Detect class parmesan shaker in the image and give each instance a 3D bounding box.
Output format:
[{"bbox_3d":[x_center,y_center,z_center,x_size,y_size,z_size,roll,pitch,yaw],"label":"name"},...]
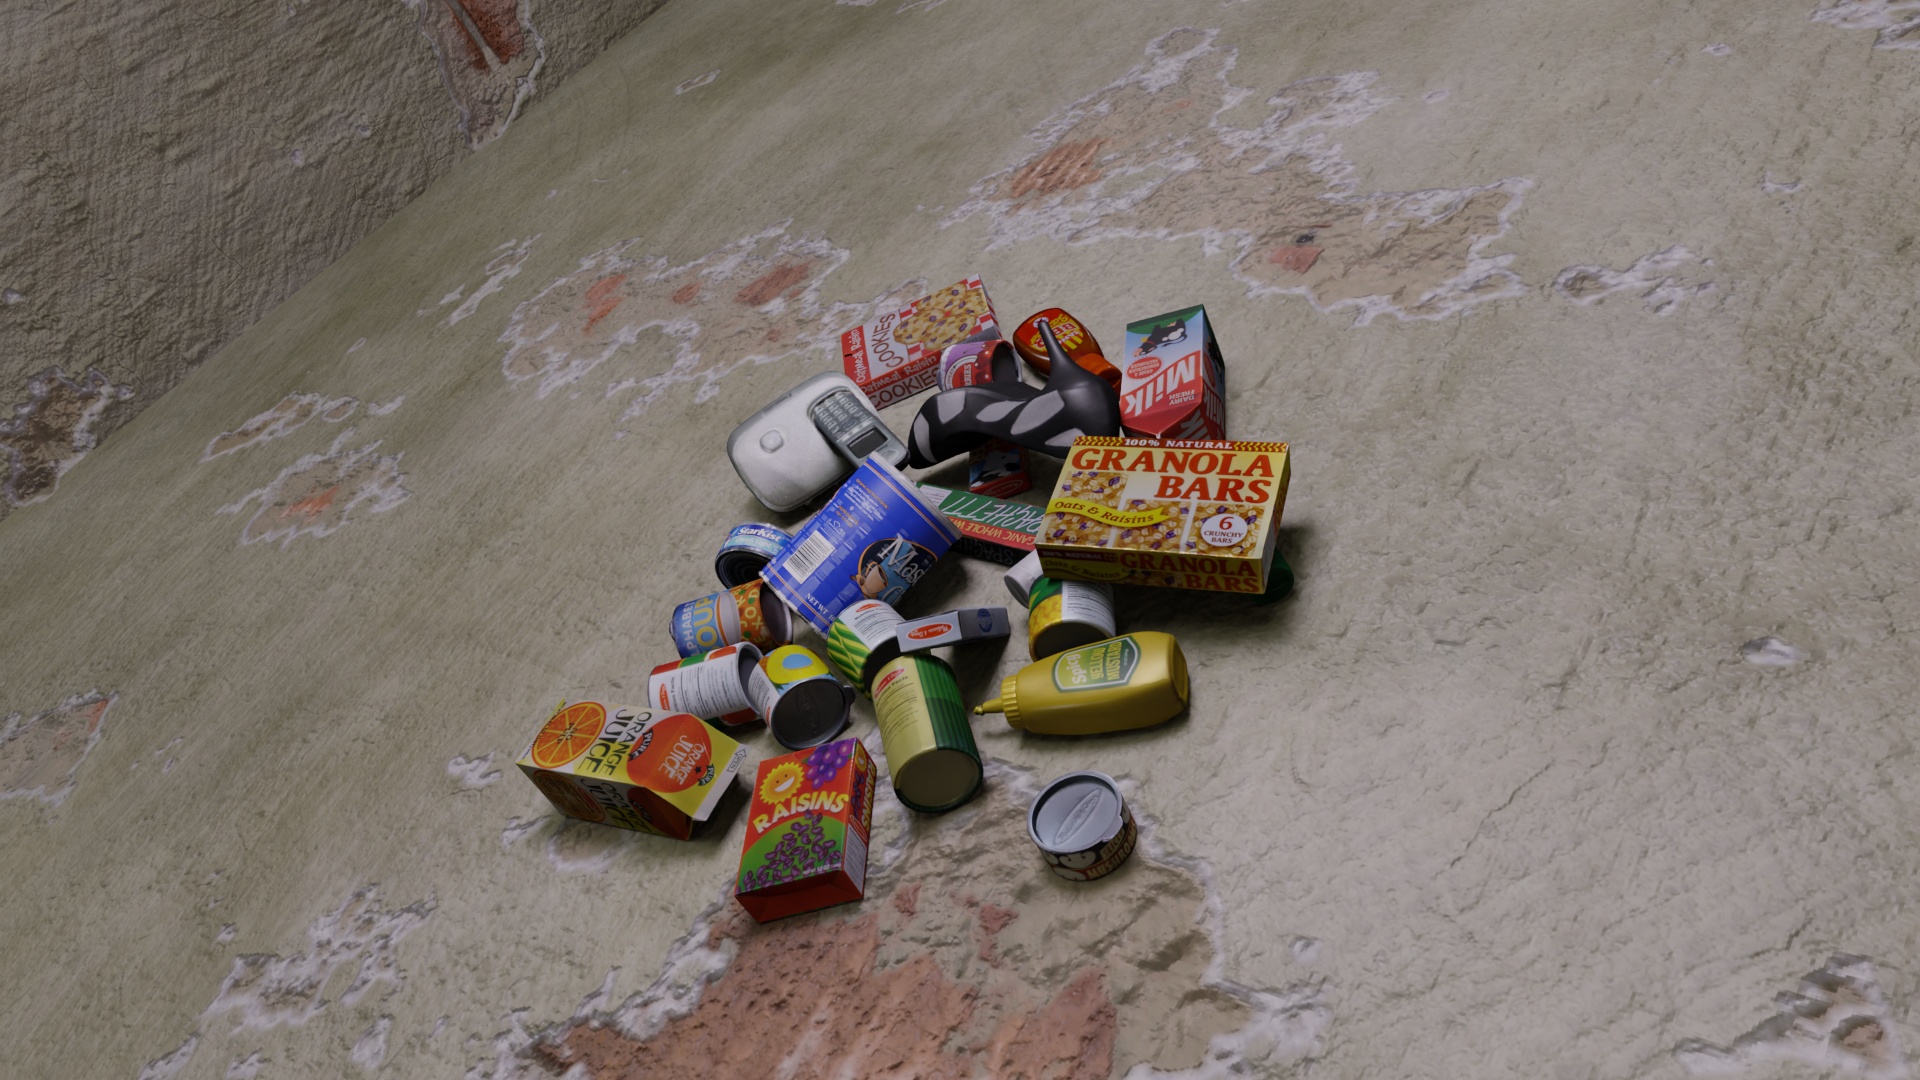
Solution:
[{"bbox_3d":[-0.027,0.142,1.014,0.071,0.071,0.103,-26,36,4],"label":"parmesan shaker"}]

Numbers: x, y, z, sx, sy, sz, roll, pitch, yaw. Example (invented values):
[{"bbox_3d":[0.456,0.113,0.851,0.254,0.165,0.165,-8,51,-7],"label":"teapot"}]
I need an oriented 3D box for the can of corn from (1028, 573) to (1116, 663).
[{"bbox_3d":[0.083,0.064,1.038,0.071,0.071,0.058,-16,38,17],"label":"can of corn"}]

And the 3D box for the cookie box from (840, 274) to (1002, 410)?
[{"bbox_3d":[-0.043,-0.210,1.475,0.167,0.040,0.123,-23,36,8],"label":"cookie box"}]

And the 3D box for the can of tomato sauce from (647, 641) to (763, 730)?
[{"bbox_3d":[-0.205,0.125,1.153,0.083,0.071,0.071,-17,37,15],"label":"can of tomato sauce"}]

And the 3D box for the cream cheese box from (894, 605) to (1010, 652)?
[{"bbox_3d":[-0.004,0.068,1.070,0.053,0.024,0.104,-13,-6,22],"label":"cream cheese box"}]

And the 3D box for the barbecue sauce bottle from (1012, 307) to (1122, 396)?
[{"bbox_3d":[0.107,-0.175,1.332,0.065,0.043,0.149,-32,36,-6],"label":"barbecue sauce bottle"}]

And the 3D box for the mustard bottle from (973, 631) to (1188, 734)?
[{"bbox_3d":[0.081,0.109,0.995,0.160,0.048,0.066,-14,37,19],"label":"mustard bottle"}]

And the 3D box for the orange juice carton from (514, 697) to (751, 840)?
[{"bbox_3d":[-0.254,0.182,1.107,0.192,0.072,0.072,1,45,34],"label":"orange juice carton"}]

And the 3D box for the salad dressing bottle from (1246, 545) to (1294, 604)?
[{"bbox_3d":[0.211,-0.010,1.060,0.064,0.043,0.148,-20,38,1],"label":"salad dressing bottle"}]

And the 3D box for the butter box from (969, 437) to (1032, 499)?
[{"bbox_3d":[0.035,-0.078,1.275,0.053,0.024,0.104,-20,36,14],"label":"butter box"}]

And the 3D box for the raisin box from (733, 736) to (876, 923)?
[{"bbox_3d":[-0.111,0.208,1.009,0.086,0.040,0.124,-17,36,16],"label":"raisin box"}]

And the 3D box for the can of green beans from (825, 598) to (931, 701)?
[{"bbox_3d":[-0.064,0.088,1.101,0.071,0.071,0.058,-37,40,-12],"label":"can of green beans"}]

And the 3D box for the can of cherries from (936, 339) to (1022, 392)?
[{"bbox_3d":[0.019,-0.159,1.349,0.058,0.071,0.072,-2,44,31],"label":"can of cherries"}]

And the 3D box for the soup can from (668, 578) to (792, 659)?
[{"bbox_3d":[-0.198,0.074,1.204,0.083,0.071,0.072,-18,37,14],"label":"soup can"}]

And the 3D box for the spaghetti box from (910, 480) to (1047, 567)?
[{"bbox_3d":[0.004,-0.015,1.215,0.250,0.028,0.050,14,53,43],"label":"spaghetti box"}]

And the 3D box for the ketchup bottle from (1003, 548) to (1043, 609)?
[{"bbox_3d":[0.101,-0.003,1.100,0.149,0.064,0.043,-37,4,-18],"label":"ketchup bottle"}]

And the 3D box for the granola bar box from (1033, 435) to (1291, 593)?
[{"bbox_3d":[0.152,-0.022,1.027,0.165,0.039,0.125,4,46,22],"label":"granola bar box"}]

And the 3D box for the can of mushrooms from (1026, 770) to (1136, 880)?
[{"bbox_3d":[0.081,0.188,0.912,0.071,0.033,0.071,-18,36,14],"label":"can of mushrooms"}]

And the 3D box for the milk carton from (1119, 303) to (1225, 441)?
[{"bbox_3d":[0.182,-0.115,1.183,0.073,0.072,0.191,-13,39,21],"label":"milk carton"}]

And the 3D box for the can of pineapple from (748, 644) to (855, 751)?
[{"bbox_3d":[-0.127,0.124,1.102,0.071,0.070,0.058,-35,36,-9],"label":"can of pineapple"}]
